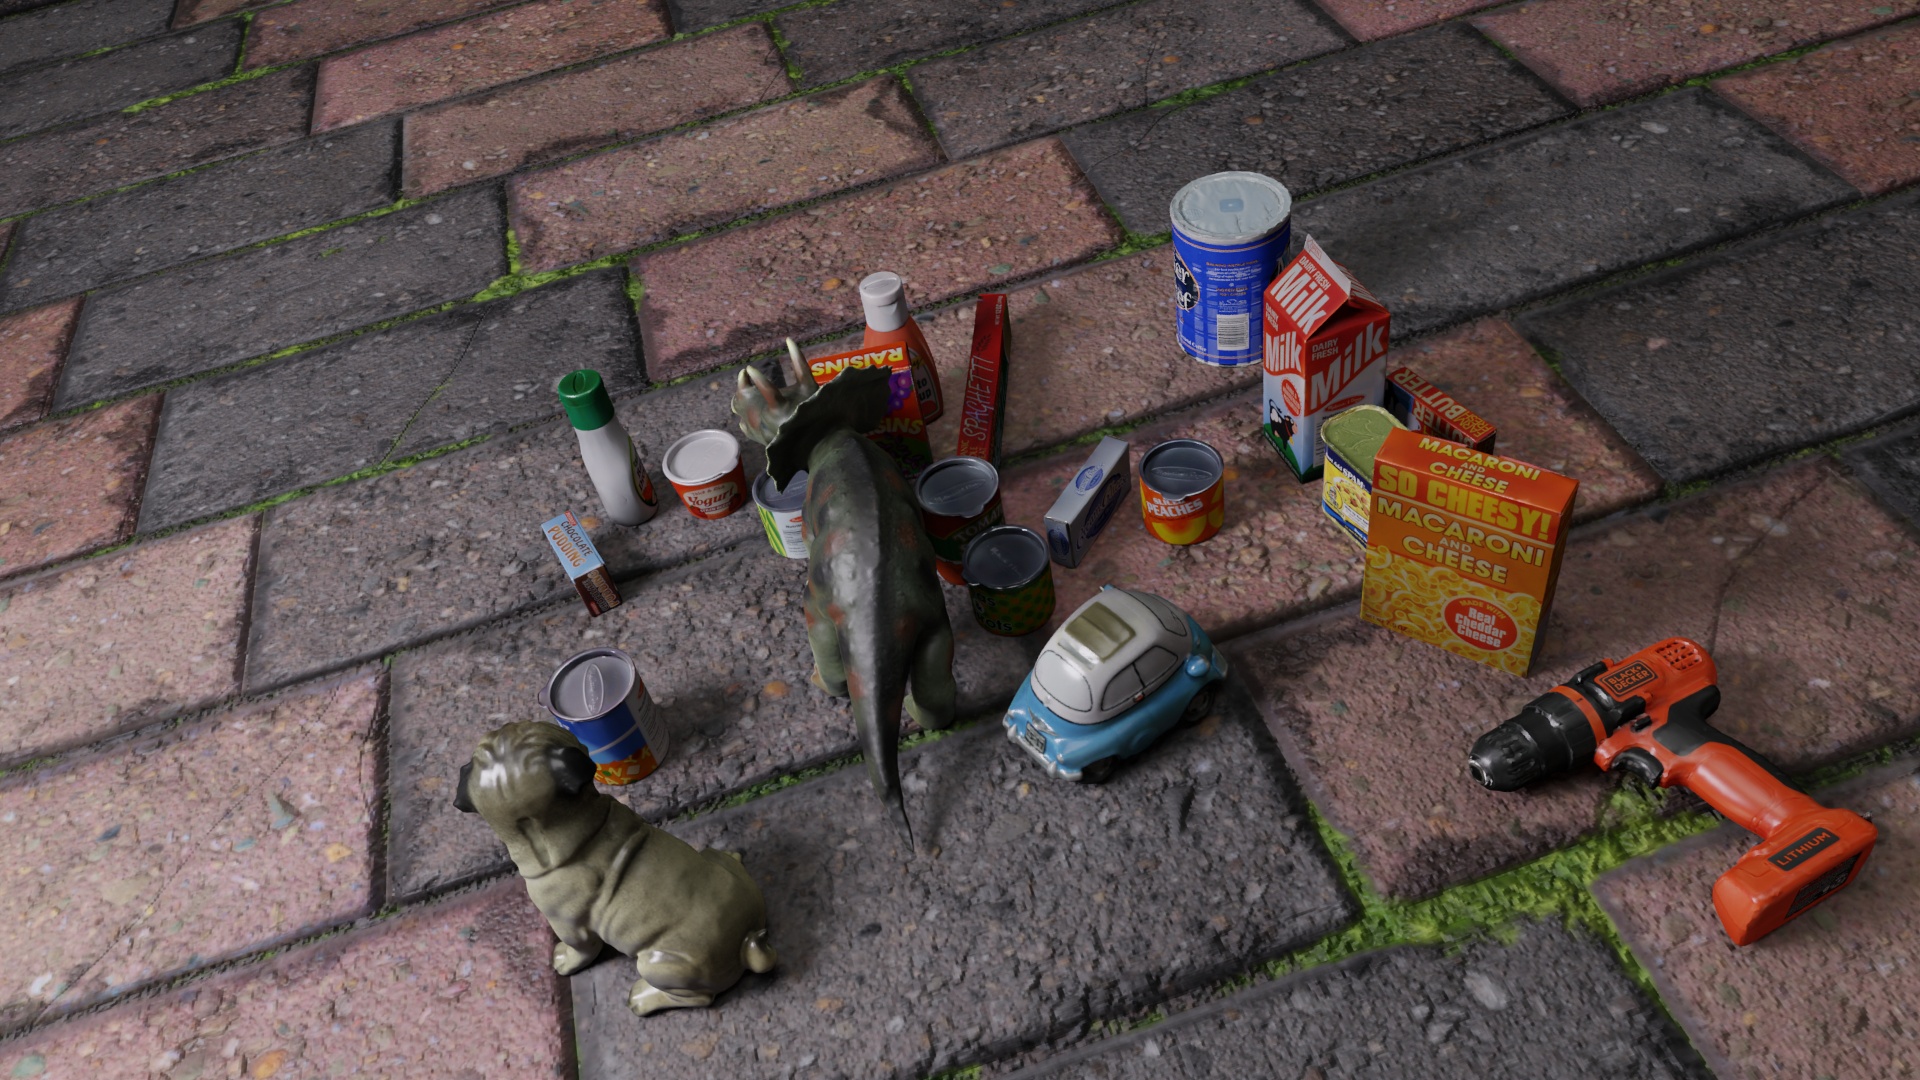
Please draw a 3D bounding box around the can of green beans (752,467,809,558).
[{"bbox_3d":[-0.134,-0.027,1.158,0.071,0.057,0.071,-6,46,6],"label":"can of green beans"}]

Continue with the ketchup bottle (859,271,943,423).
[{"bbox_3d":[-0.057,-0.164,1.212,0.065,0.148,0.044,-20,46,-7],"label":"ketchup bottle"}]

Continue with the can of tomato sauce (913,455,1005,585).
[{"bbox_3d":[0.004,-0.014,1.099,0.071,0.082,0.071,-6,46,6],"label":"can of tomato sauce"}]

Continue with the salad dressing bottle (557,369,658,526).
[{"bbox_3d":[-0.299,-0.078,1.178,0.044,0.147,0.064,-13,45,-1],"label":"salad dressing bottle"}]

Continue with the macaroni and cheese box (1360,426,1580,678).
[{"bbox_3d":[0.343,0.009,0.950,0.124,0.165,0.040,21,54,29],"label":"macaroni and cheese box"}]

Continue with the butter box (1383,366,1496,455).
[{"bbox_3d":[0.383,-0.092,1.118,0.024,0.052,0.104,-28,47,-15],"label":"butter box"}]

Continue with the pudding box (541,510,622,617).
[{"bbox_3d":[-0.315,0.018,1.157,0.030,0.049,0.084,-28,48,-16],"label":"pudding box"}]

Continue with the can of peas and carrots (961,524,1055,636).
[{"bbox_3d":[0.036,0.032,1.065,0.071,0.058,0.071,-6,46,6],"label":"can of peas and carrots"}]

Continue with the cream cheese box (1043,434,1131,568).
[{"bbox_3d":[0.104,-0.031,1.117,0.024,0.053,0.104,19,53,27],"label":"cream cheese box"}]

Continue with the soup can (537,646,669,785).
[{"bbox_3d":[-0.259,0.130,1.013,0.071,0.083,0.072,-6,46,6],"label":"soup can"}]

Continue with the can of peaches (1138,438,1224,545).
[{"bbox_3d":[0.176,-0.037,1.104,0.071,0.057,0.071,-6,46,6],"label":"can of peaches"}]

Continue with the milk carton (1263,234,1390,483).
[{"bbox_3d":[0.286,-0.144,1.093,0.073,0.189,0.072,-18,46,-6],"label":"milk carton"}]

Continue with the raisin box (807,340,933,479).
[{"bbox_3d":[-0.074,-0.103,1.174,0.086,0.122,0.040,-10,45,2],"label":"raisin box"}]

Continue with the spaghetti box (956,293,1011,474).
[{"bbox_3d":[0.022,-0.123,1.225,0.029,0.050,0.251,-2,46,10],"label":"spaghetti box"}]

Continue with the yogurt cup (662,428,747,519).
[{"bbox_3d":[-0.218,-0.055,1.205,0.072,0.053,0.073,-6,46,6],"label":"yogurt cup"}]
